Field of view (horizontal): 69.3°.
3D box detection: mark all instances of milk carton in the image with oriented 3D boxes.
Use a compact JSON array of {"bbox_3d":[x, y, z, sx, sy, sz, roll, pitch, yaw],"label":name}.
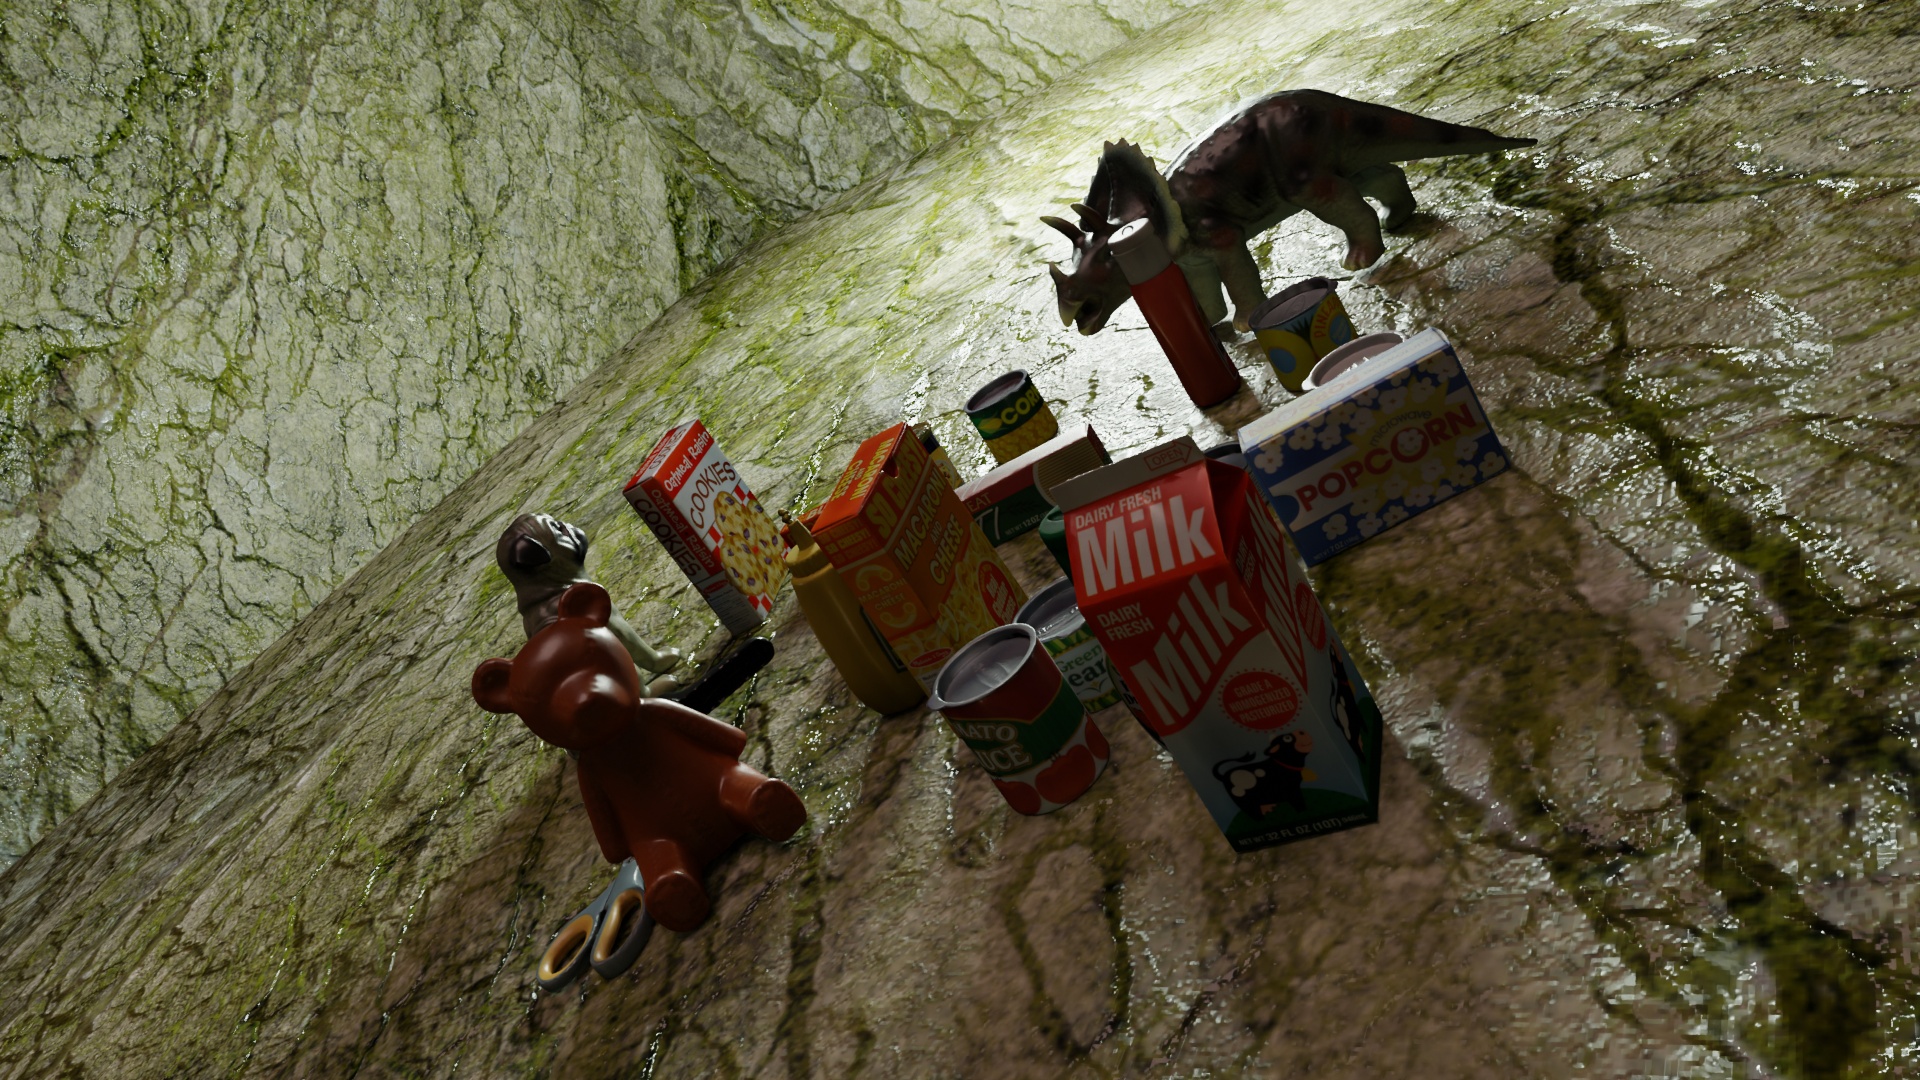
[{"bbox_3d":[0.115,0.041,0.614,0.072,0.190,0.074,-22,24,30],"label":"milk carton"}]

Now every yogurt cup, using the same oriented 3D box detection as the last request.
[{"bbox_3d":[0.263,-0.093,0.882,0.072,0.054,0.073,-29,21,13],"label":"yogurt cup"}]

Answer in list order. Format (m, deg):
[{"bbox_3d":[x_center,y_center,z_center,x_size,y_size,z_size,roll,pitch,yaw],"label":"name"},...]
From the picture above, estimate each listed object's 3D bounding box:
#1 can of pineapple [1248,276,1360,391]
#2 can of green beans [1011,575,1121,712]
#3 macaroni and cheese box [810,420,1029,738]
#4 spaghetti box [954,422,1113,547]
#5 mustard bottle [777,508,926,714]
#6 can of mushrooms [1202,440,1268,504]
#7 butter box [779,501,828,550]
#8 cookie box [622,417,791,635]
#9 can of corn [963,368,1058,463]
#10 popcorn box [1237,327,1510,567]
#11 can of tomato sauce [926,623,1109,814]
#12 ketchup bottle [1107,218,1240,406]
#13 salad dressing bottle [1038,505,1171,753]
[{"bbox_3d":[0.254,-0.151,1.017,0.071,0.057,0.071,-29,21,13],"label":"can of pineapple"},{"bbox_3d":[0.072,0.060,0.821,0.071,0.057,0.071,-29,21,13],"label":"can of green beans"},{"bbox_3d":[-0.017,0.022,0.884,0.040,0.166,0.124,-24,23,25],"label":"macaroni and cheese box"},{"bbox_3d":[0.004,-0.014,1.096,0.249,0.050,0.029,-27,22,19],"label":"spaghetti box"},{"bbox_3d":[-0.075,0.042,0.933,0.048,0.160,0.066,-20,25,34],"label":"mustard bottle"},{"bbox_3d":[0.169,-0.033,0.918,0.071,0.033,0.071,-29,21,13],"label":"can of mushrooms"},{"bbox_3d":[-0.107,-0.011,1.249,0.103,0.053,0.024,-25,22,22],"label":"butter box"},{"bbox_3d":[-0.227,-0.014,1.272,0.040,0.167,0.123,-26,22,22],"label":"cookie box"},{"bbox_3d":[0.047,-0.110,1.233,0.071,0.058,0.071,-29,21,13],"label":"can of corn"},{"bbox_3d":[0.234,-0.053,0.792,0.126,0.085,0.038,-29,21,14],"label":"popcorn box"},{"bbox_3d":[0.032,0.099,0.759,0.071,0.083,0.071,-29,21,13],"label":"can of tomato sauce"},{"bbox_3d":[0.165,-0.177,1.078,0.043,0.148,0.065,-29,21,14],"label":"ketchup bottle"},{"bbox_3d":[0.091,0.043,0.704,0.064,0.147,0.044,-11,30,46],"label":"salad dressing bottle"}]
